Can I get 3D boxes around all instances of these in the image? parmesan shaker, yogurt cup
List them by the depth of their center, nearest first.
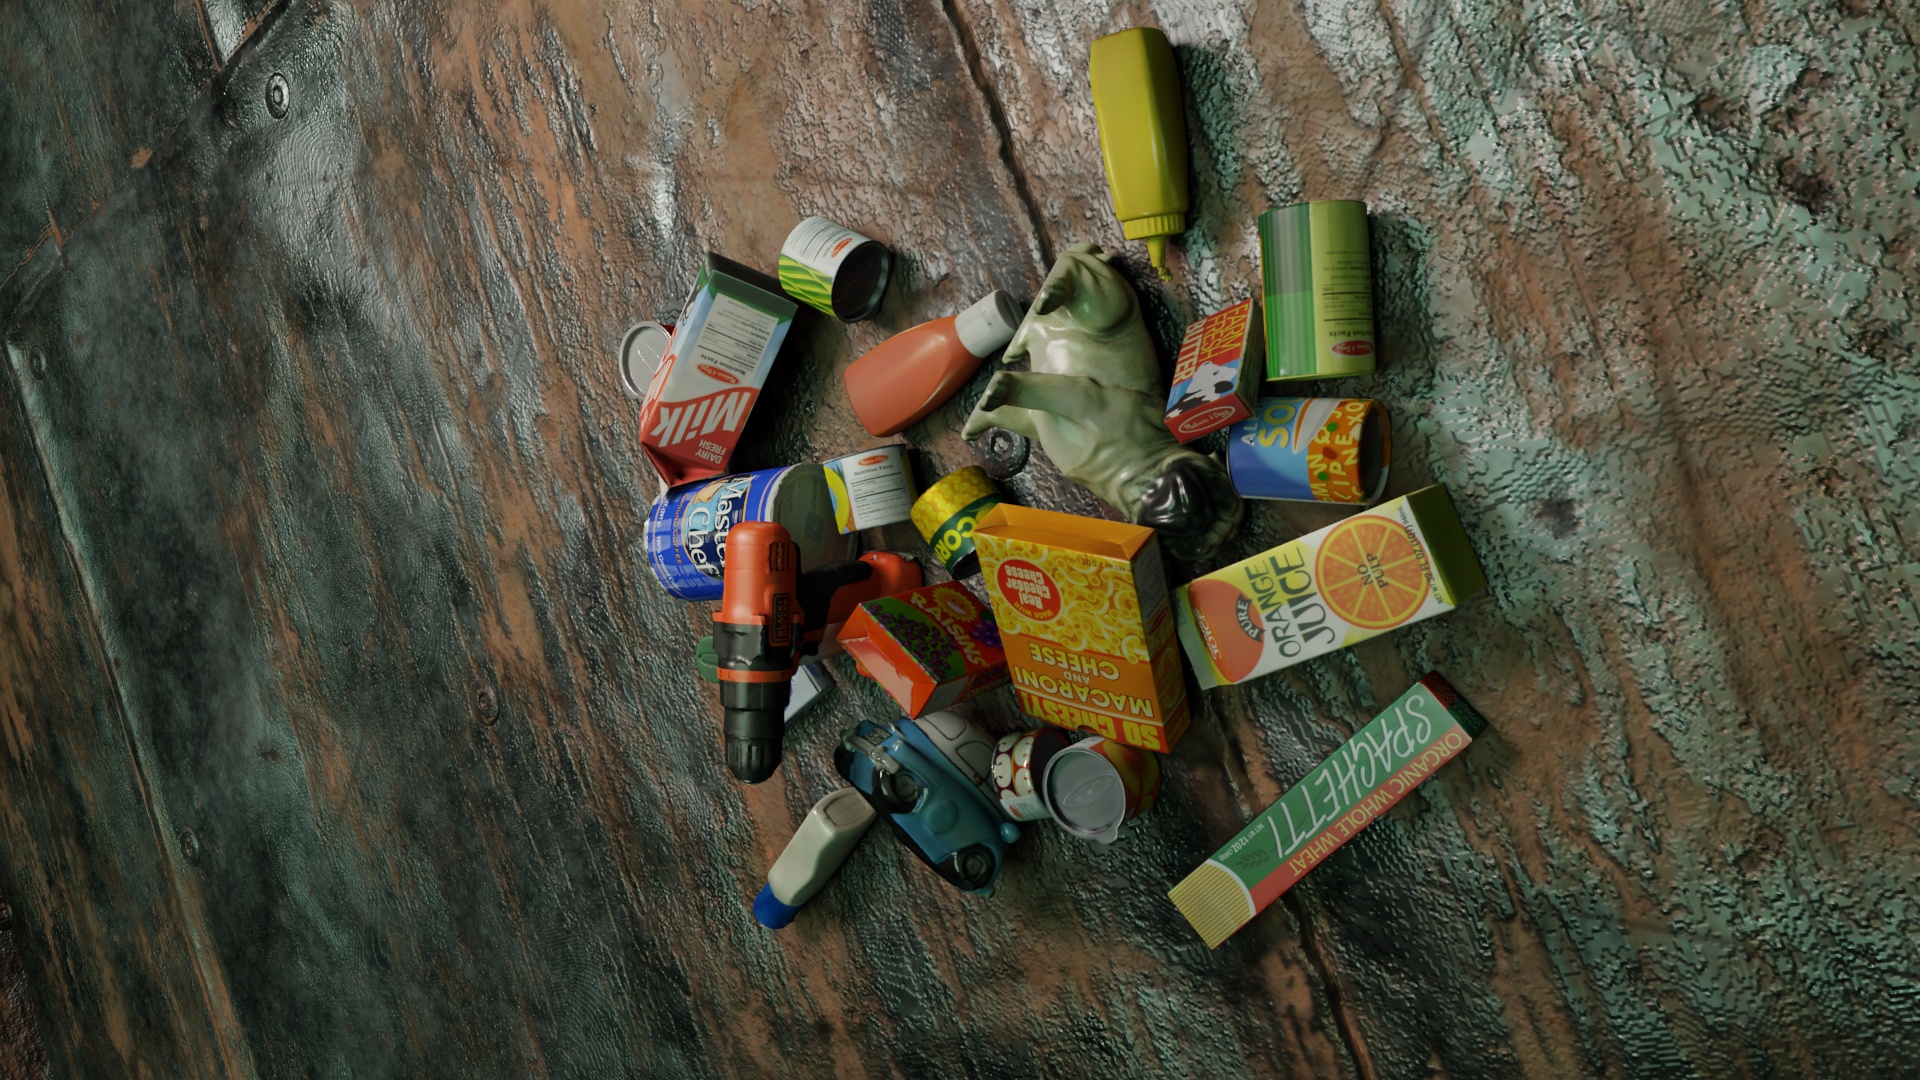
[{"bbox_3d":[0.220,-0.151,0.850,0.071,0.071,0.103,-2,94,35],"label":"parmesan shaker"},{"bbox_3d":[-0.246,-0.151,1.174,0.072,0.054,0.072,6,101,34],"label":"yogurt cup"}]

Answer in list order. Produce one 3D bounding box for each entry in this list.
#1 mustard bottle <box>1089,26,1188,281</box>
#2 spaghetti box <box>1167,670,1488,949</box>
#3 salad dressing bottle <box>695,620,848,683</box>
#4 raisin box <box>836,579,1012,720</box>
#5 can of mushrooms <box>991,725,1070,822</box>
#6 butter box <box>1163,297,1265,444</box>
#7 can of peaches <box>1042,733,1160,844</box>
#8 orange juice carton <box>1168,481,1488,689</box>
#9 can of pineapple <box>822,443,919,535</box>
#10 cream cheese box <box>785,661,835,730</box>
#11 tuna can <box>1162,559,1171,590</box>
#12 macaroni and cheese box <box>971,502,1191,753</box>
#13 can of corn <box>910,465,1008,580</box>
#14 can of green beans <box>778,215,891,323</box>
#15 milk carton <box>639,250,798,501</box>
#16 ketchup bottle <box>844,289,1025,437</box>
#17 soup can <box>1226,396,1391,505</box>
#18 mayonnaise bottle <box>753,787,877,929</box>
[{"bbox_3d":[0.120,-0.248,0.905,0.049,0.065,0.160,-4,99,31],"label":"mustard bottle"},{"bbox_3d":[0.234,0.181,0.912,0.050,0.029,0.249,50,121,17],"label":"spaghetti box"},{"bbox_3d":[-0.141,0.078,1.080,0.064,0.148,0.044,6,101,33],"label":"salad dressing bottle"},{"bbox_3d":[-0.018,0.077,1.010,0.086,0.124,0.040,43,118,22],"label":"raisin box"},{"bbox_3d":[0.055,0.167,1.011,0.033,0.071,0.071,-16,88,35],"label":"can of mushrooms"},{"bbox_3d":[0.163,-0.108,0.878,0.053,0.104,0.024,-21,123,35],"label":"butter box"},{"bbox_3d":[0.102,0.173,0.983,0.071,0.058,0.071,6,101,33],"label":"can of peaches"},{"bbox_3d":[0.218,0.034,0.873,0.192,0.073,0.072,-26,83,35],"label":"orange juice carton"},{"bbox_3d":[-0.067,-0.039,1.063,0.071,0.071,0.058,-13,90,35],"label":"can of pineapple"},{"bbox_3d":[-0.155,0.130,1.173,0.103,0.024,0.053,-42,74,31],"label":"cream cheese box"},{"bbox_3d":[0.113,0.025,0.968,0.071,0.033,0.071,6,101,34],"label":"tuna can"},{"bbox_3d":[0.083,0.061,0.945,0.124,0.040,0.165,11,130,35],"label":"macaroni and cheese box"},{"bbox_3d":[0.004,-0.013,1.014,0.071,0.071,0.058,-45,72,31],"label":"can of corn"},{"bbox_3d":[-0.096,-0.206,1.056,0.058,0.071,0.071,30,113,28],"label":"can of green beans"},{"bbox_3d":[-0.203,-0.125,1.108,0.190,0.073,0.072,-63,22,15],"label":"milk carton"},{"bbox_3d":[-0.019,-0.134,1.028,0.148,0.044,0.065,-28,81,34],"label":"ketchup bottle"},{"bbox_3d":[0.216,-0.059,0.863,0.084,0.071,0.071,5,100,33],"label":"soup can"},{"bbox_3d":[-0.127,0.267,1.153,0.041,0.065,0.147,47,123,18],"label":"mayonnaise bottle"}]
